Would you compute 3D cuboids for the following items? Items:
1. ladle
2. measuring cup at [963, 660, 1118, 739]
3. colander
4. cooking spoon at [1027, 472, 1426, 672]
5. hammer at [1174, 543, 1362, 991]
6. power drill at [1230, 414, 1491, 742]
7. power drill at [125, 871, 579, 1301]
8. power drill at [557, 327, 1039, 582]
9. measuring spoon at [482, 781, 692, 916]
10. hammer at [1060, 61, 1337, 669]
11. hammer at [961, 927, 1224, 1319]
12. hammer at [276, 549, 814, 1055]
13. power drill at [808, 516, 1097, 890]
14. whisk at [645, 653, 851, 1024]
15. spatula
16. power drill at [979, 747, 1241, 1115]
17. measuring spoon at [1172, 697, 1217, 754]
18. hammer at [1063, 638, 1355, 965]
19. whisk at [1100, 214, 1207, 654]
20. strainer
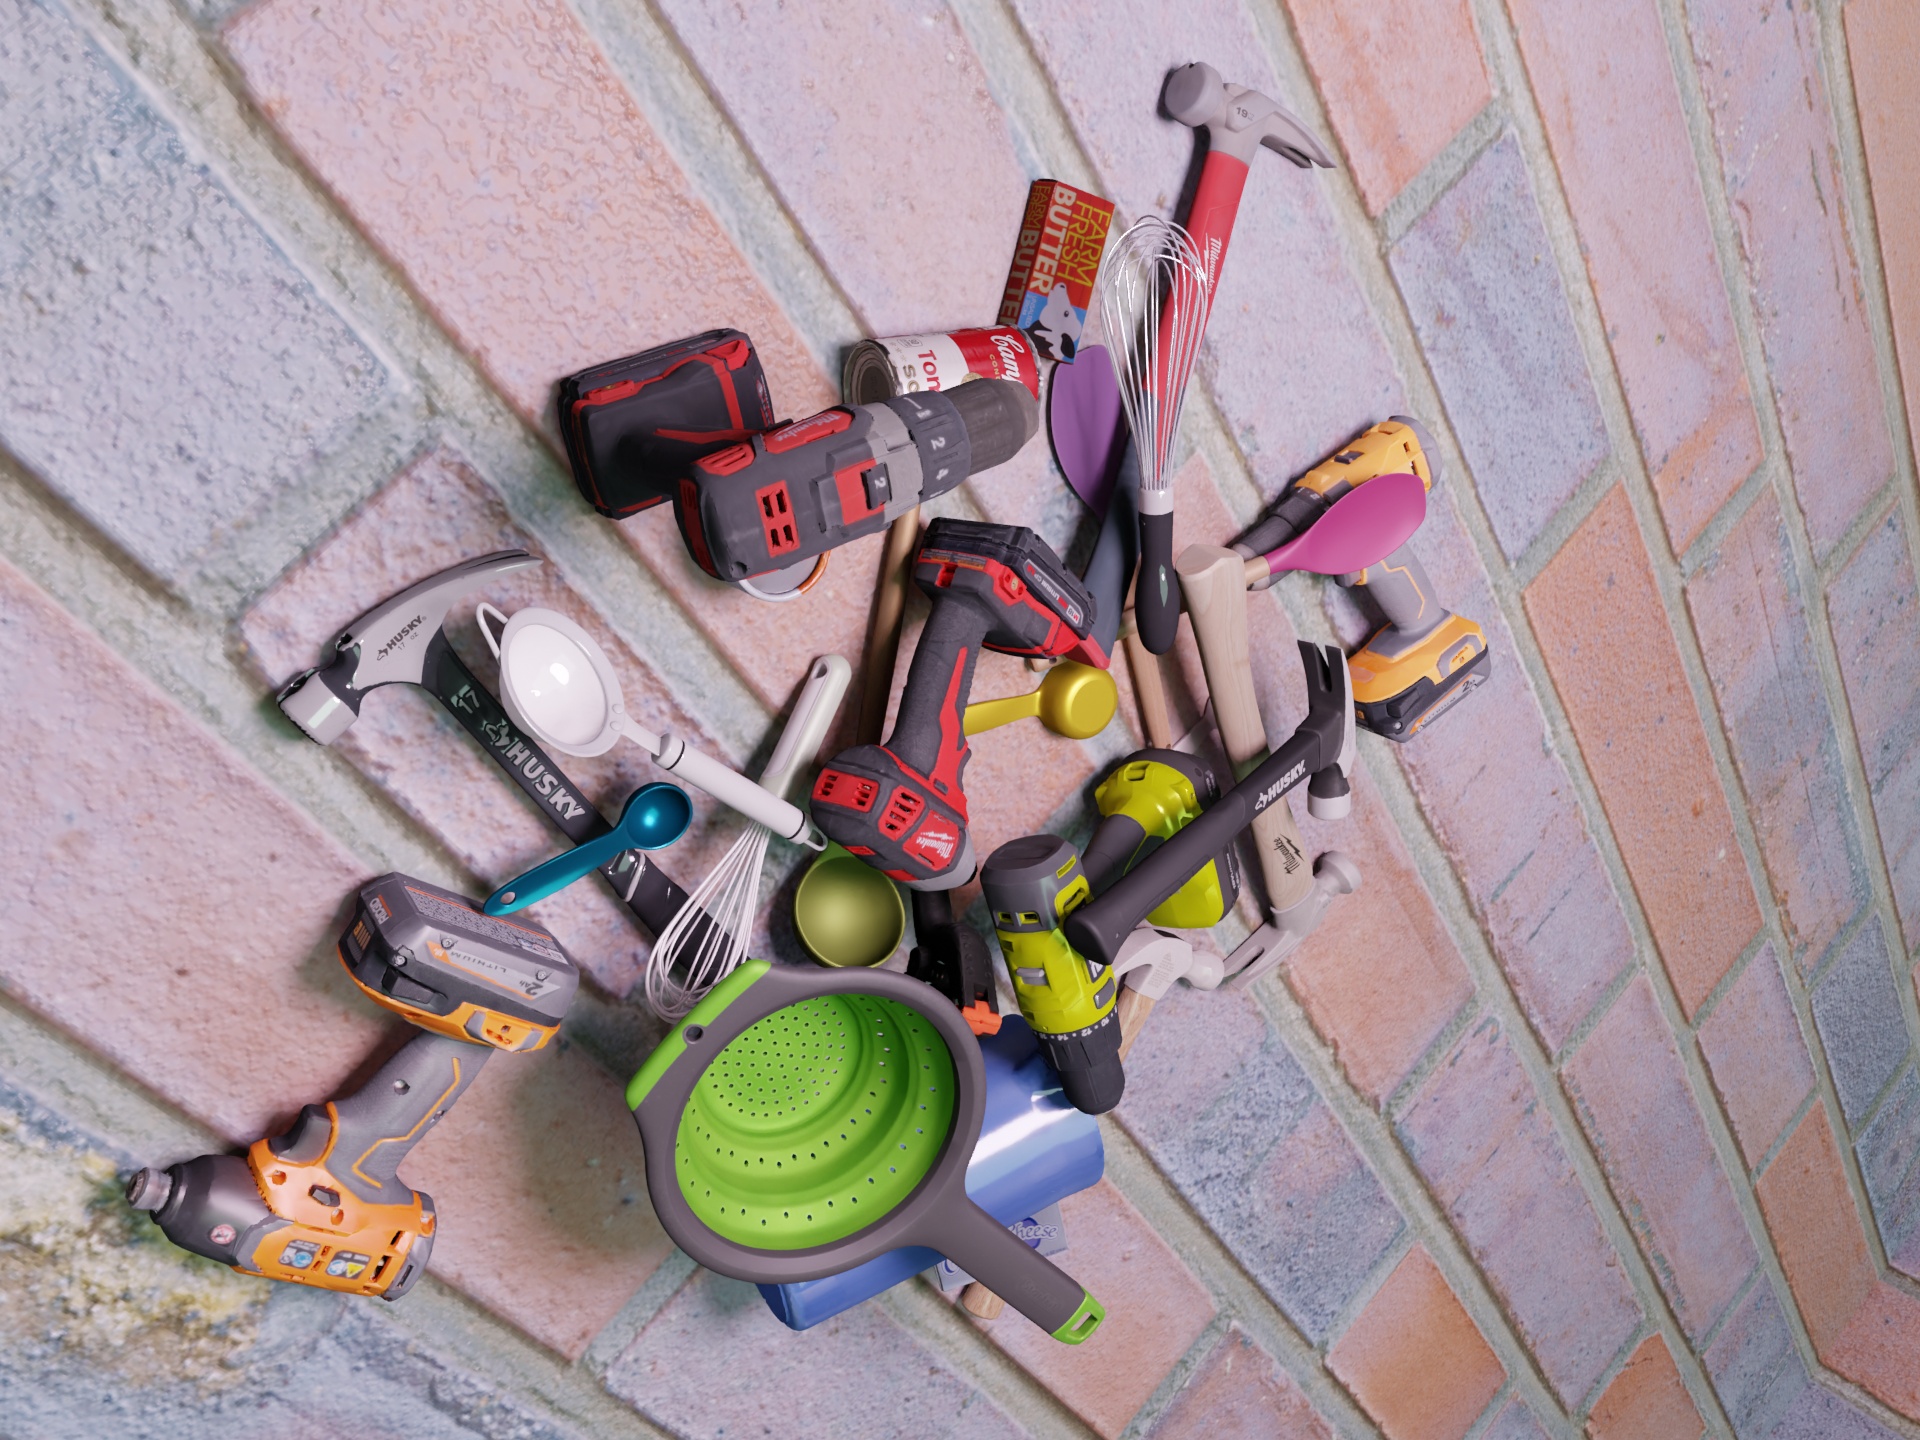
[{"bbox_3d":[-0.052,0.005,1.007,0.078,0.062,0.320,5,101,-28],"label":"ladle"},{"bbox_3d":[0.044,-0.004,1.087,0.156,0.029,0.062,-14,114,-33],"label":"measuring cup"},{"bbox_3d":[-0.046,0.270,0.982,0.204,0.095,0.396,-46,121,-3],"label":"colander"},{"bbox_3d":[0.192,-0.100,1.119,0.319,0.017,0.068,-23,126,-11],"label":"cooking spoon"},{"bbox_3d":[0.211,0.039,1.184,0.146,0.038,0.410,-40,134,-16],"label":"hammer"},{"bbox_3d":[0.304,-0.093,1.213,0.185,0.084,0.226,-35,120,-15],"label":"power drill"},{"bbox_3d":[-0.329,0.202,0.865,0.164,0.084,0.226,30,92,-39],"label":"power drill"},{"bbox_3d":[-0.088,-0.144,0.812,0.188,0.227,0.080,-25,120,-26],"label":"power drill"},{"bbox_3d":[-0.213,0.072,0.899,0.128,0.021,0.042,-29,129,-16],"label":"measuring spoon"},{"bbox_3d":[0.147,-0.220,1.062,0.143,0.038,0.386,11,97,-41],"label":"hammer"},{"bbox_3d":[0.087,0.312,1.235,0.130,0.031,0.331,27,90,-39],"label":"hammer"},{"bbox_3d":[-0.202,0.075,0.937,0.149,0.036,0.408,-46,128,-15],"label":"hammer"},{"bbox_3d":[-0.002,-0.003,0.985,0.143,0.079,0.220,40,68,-49],"label":"power drill"},{"bbox_3d":[-0.122,0.066,0.953,0.059,0.058,0.246,40,65,-38],"label":"whisk"},{"bbox_3d":[0.112,-0.104,1.107,0.060,0.018,0.315,-30,121,-24],"label":"spatula"},{"bbox_3d":[0.108,0.137,1.088,0.228,0.080,0.190,-38,117,-49],"label":"power drill"},{"bbox_3d":[0.175,0.023,1.199,0.124,0.018,0.034,-46,127,-12],"label":"measuring spoon"},{"bbox_3d":[0.176,0.063,1.068,0.335,0.035,0.146,-32,126,-42],"label":"hammer"},{"bbox_3d":[0.122,-0.171,0.999,0.070,0.070,0.284,-21,122,-29],"label":"whisk"},{"bbox_3d":[-0.169,0.015,0.875,0.050,0.087,0.258,-32,130,31],"label":"strainer"}]
